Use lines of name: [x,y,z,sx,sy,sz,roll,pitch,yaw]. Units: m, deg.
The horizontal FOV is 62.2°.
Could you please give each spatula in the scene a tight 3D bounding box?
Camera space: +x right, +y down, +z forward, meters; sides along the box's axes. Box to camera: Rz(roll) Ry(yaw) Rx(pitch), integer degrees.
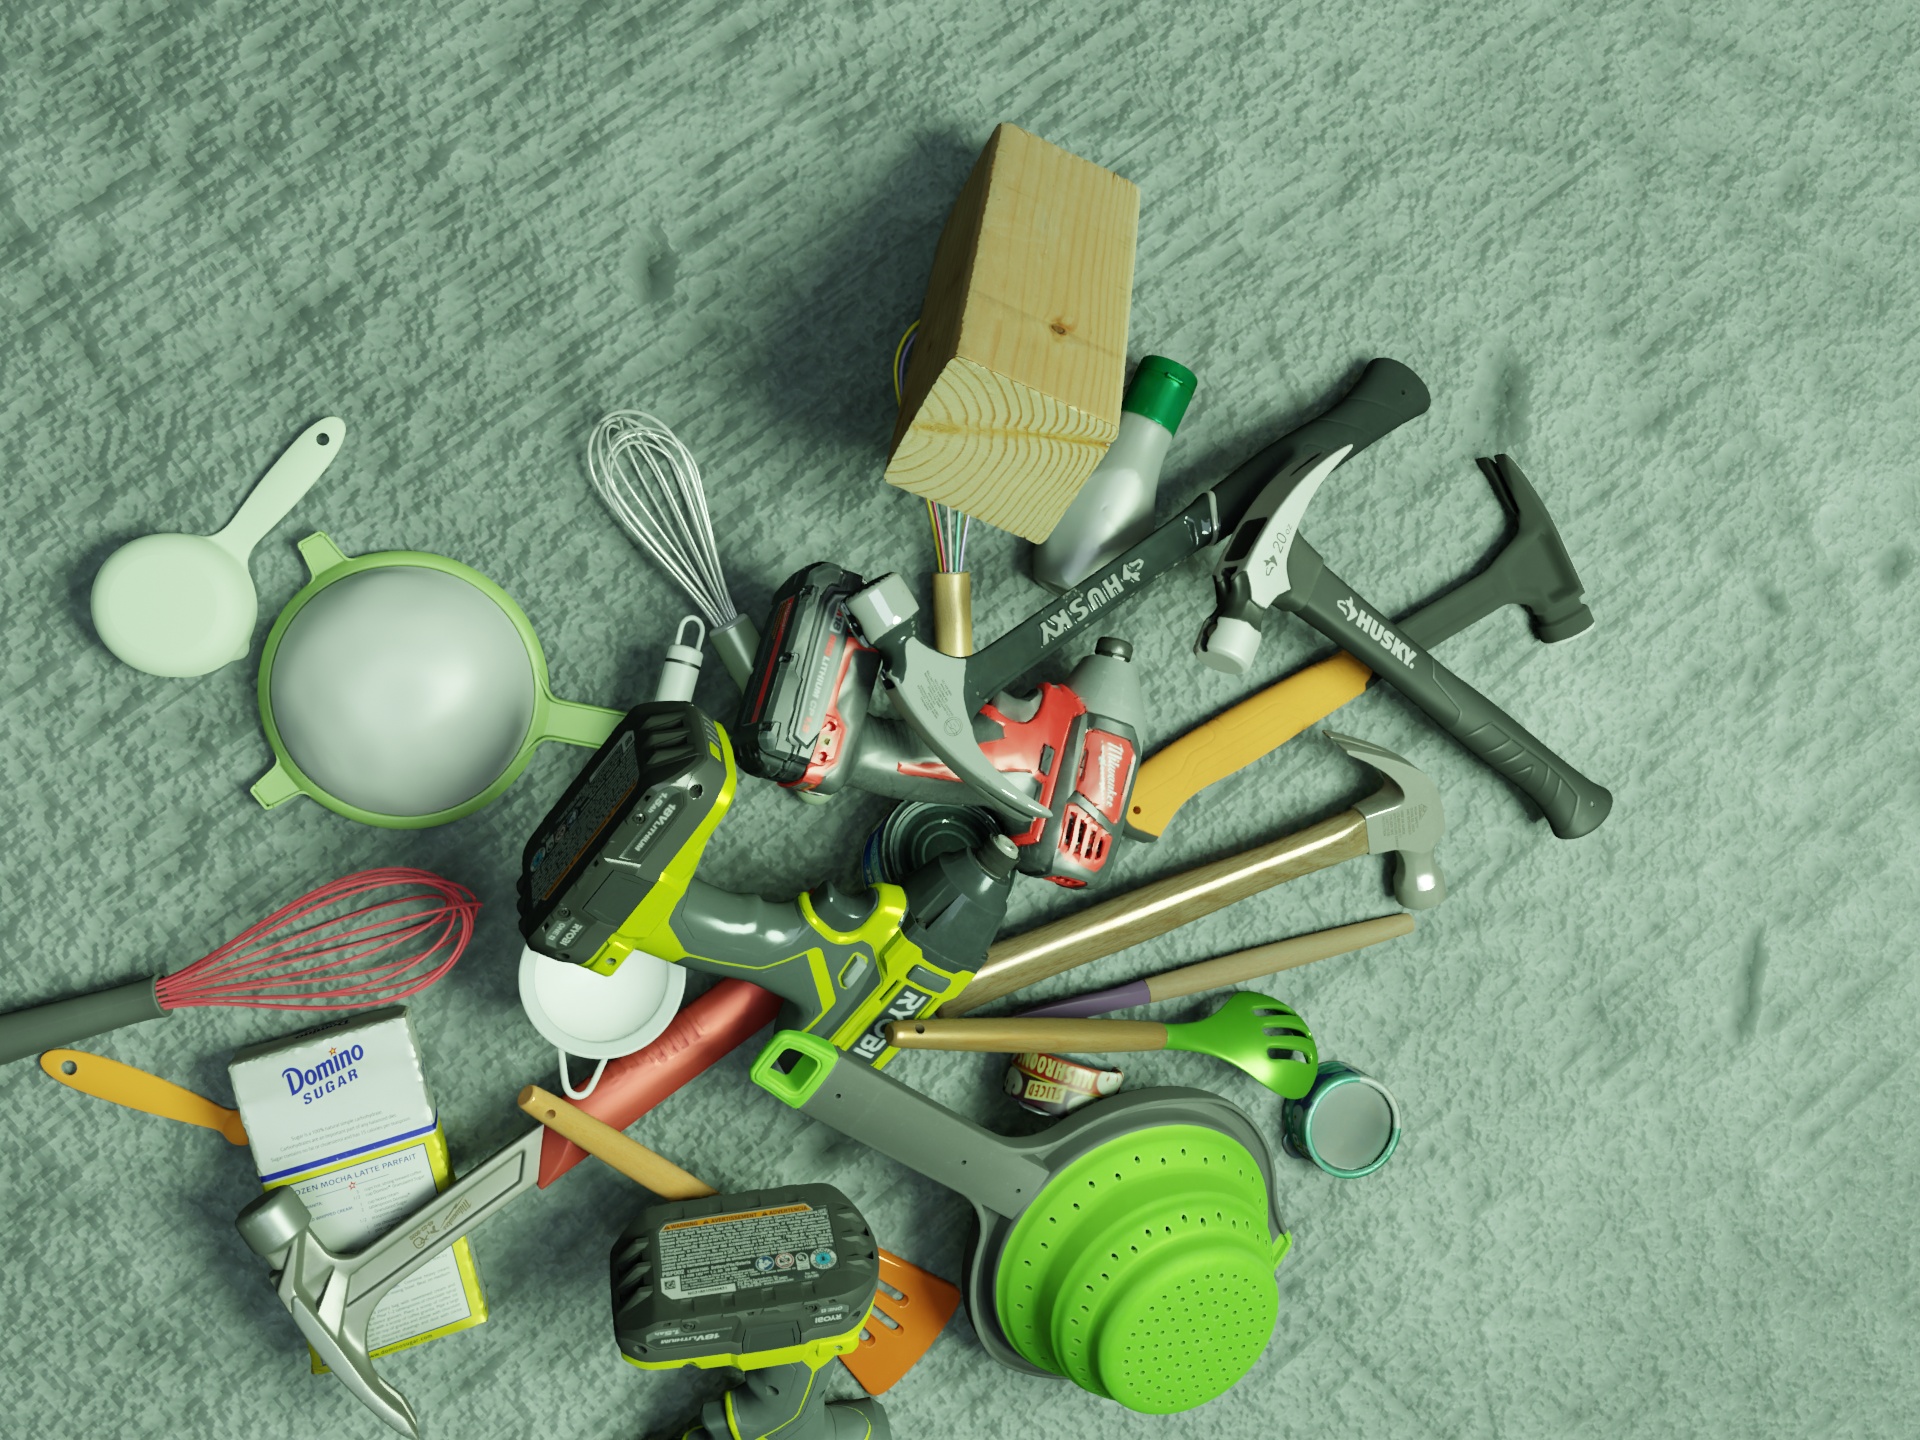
spatula: [-0.120,0.279,0.874,0.081,0.041,0.322,-49,127,-6]
spatula: [0.135,0.156,0.957,0.316,0.059,0.018,-11,71,-16]

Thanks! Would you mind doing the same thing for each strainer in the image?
strainer: [-0.173,0.068,0.844,0.086,0.050,0.258,17,81,-22]
strainer: [-0.244,-0.004,0.846,0.256,0.069,0.151,11,91,-12]

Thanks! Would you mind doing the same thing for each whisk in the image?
whisk: [-0.134,-0.060,0.884,0.059,0.058,0.246,-22,103,24]
whisk: [-0.010,-0.106,0.908,0.047,0.051,0.245,-12,103,-46]
whisk: [-0.395,0.138,0.828,0.296,0.073,0.073,-15,97,-6]

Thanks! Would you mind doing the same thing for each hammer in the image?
hammer: [0.128,-0.099,0.882,0.409,0.036,0.149,-34,98,-27]
hammer: [0.135,0.102,0.939,0.331,0.031,0.130,-19,116,-11]
hammer: [0.278,-0.024,0.930,0.334,0.035,0.146,32,73,-28]
hammer: [-0.189,0.217,0.862,0.359,0.037,0.149,-35,103,-17]
hammer: [0.227,-0.032,0.969,0.337,0.034,0.127,-31,100,-9]

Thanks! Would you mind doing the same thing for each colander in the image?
colander: [0.053,0.276,0.856,0.396,0.095,0.204,36,95,-30]

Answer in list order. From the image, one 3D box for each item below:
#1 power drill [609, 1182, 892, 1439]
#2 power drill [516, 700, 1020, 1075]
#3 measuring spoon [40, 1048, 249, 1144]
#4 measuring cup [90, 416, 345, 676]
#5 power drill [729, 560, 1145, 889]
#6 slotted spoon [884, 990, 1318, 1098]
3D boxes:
power drill: [-0.129,0.365,0.859,0.190,0.080,0.228,-4,122,-13]
power drill: [-0.090,0.089,0.798,0.223,0.080,0.171,31,108,-31]
measuring spoon: [-0.431,0.201,0.846,0.117,0.011,0.021,25,88,-13]
measuring cup: [-0.379,-0.094,0.825,0.083,0.038,0.167,40,87,-12]
power drill: [-0.001,-0.003,0.866,0.219,0.078,0.143,19,80,-18]
slotted spoon: [0.093,0.179,0.893,0.313,0.031,0.070,9,50,-34]
